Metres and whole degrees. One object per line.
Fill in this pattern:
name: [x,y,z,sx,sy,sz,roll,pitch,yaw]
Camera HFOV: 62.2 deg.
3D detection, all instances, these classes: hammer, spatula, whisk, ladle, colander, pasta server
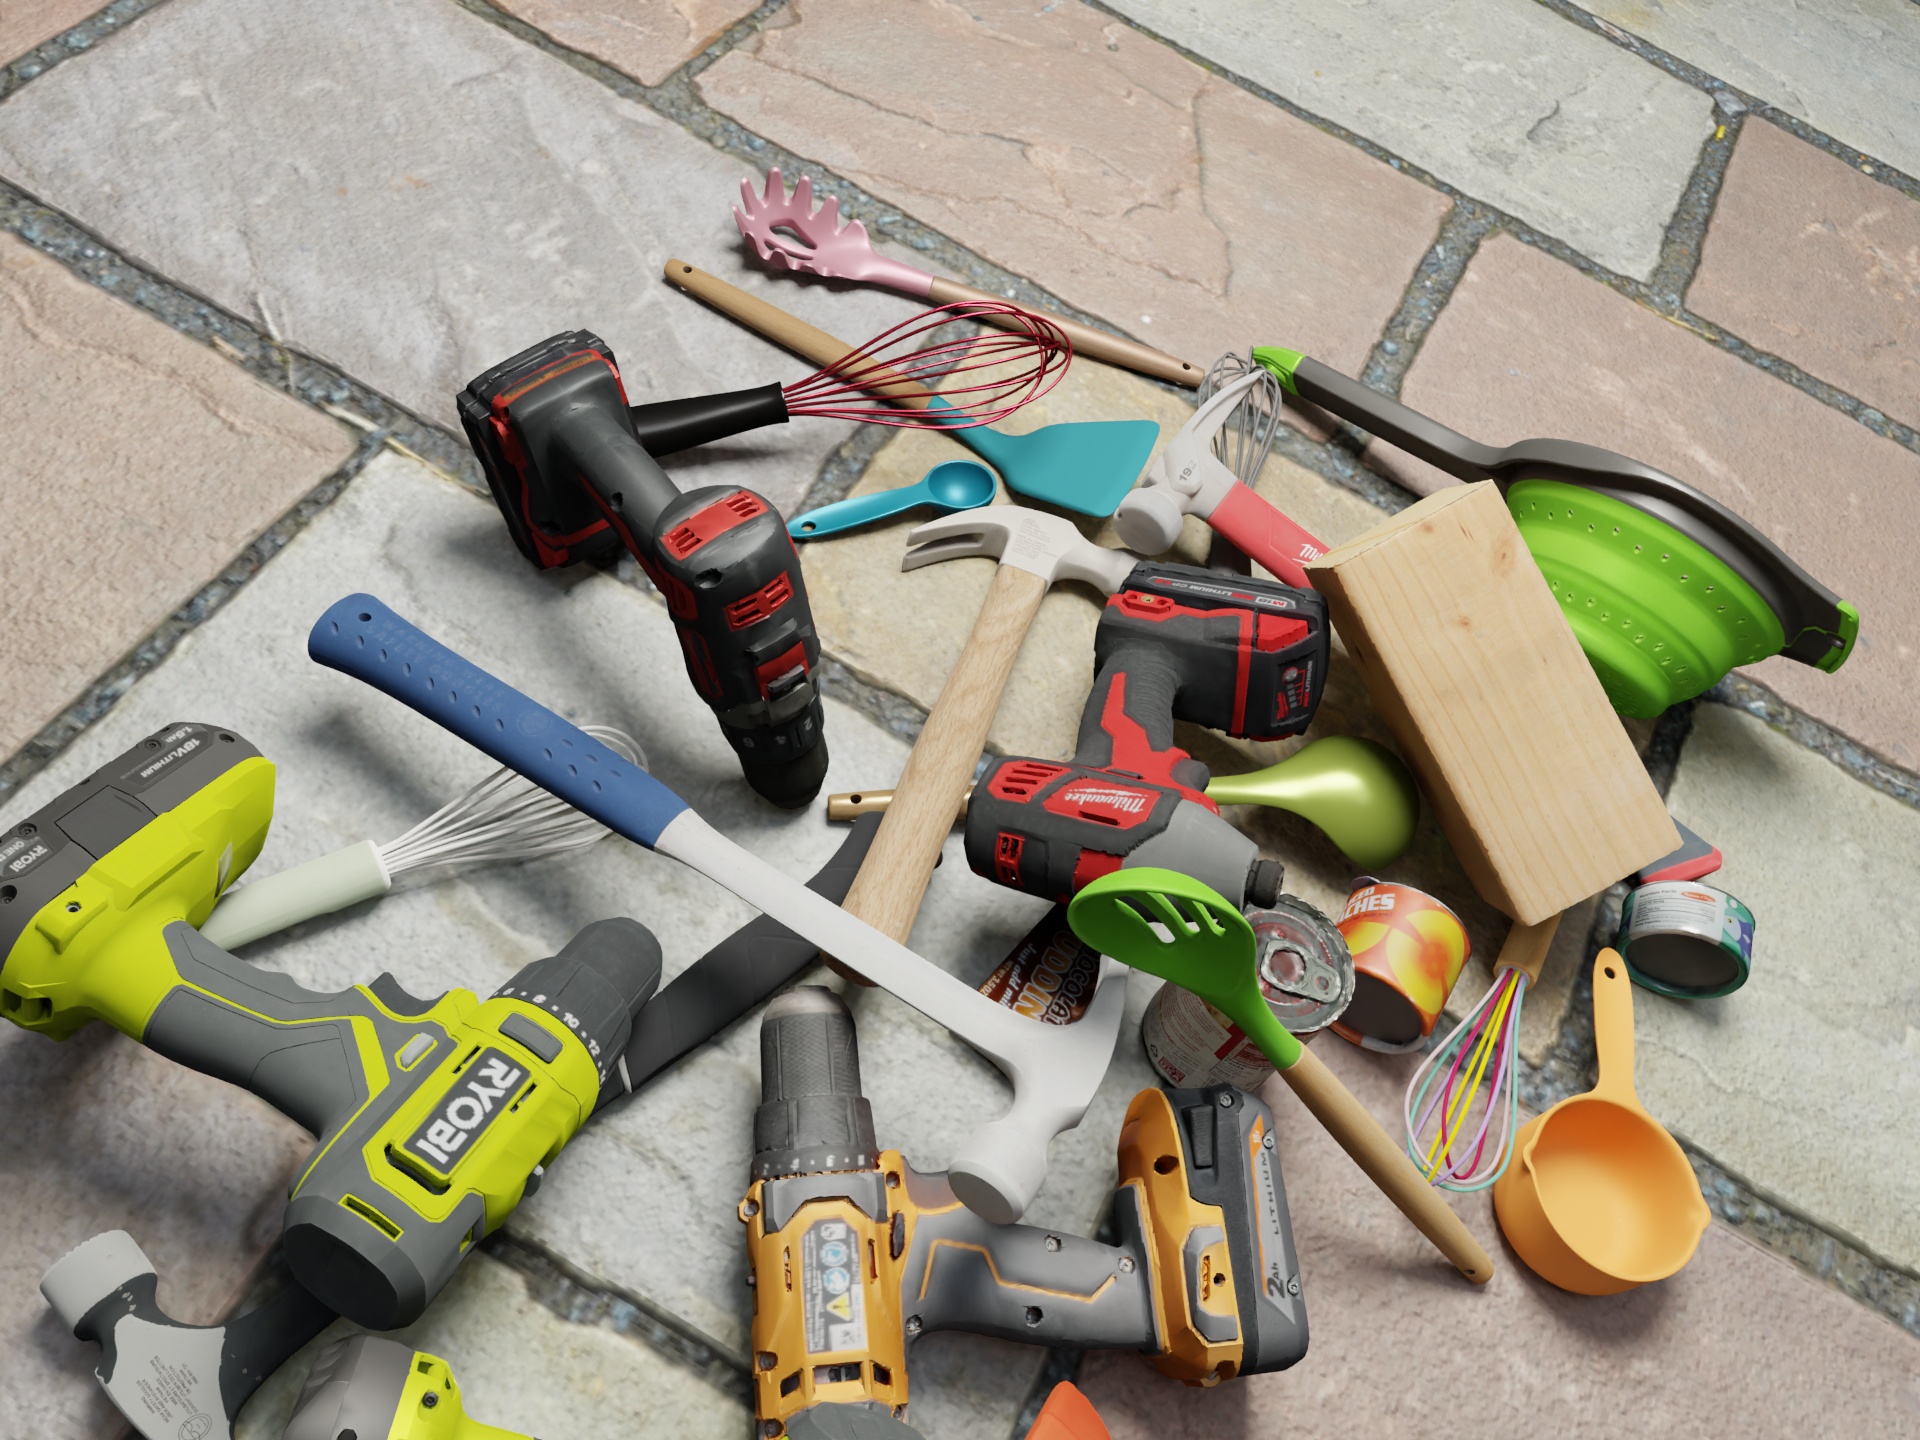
hammer: [0.275,-0.044,0.910,0.386,0.038,0.143,38,60,2]
spatula: [-0.038,-0.209,0.954,0.317,0.044,0.082,28,61,4]
whisk: [-0.080,-0.183,0.894,0.296,0.073,0.073,-13,62,-6]
ladle: [0.090,0.046,0.836,0.320,0.062,0.078,-2,56,-8]
hammer: [-0.001,-0.003,0.813,0.130,0.031,0.331,20,47,4]
hammer: [-0.159,0.163,0.689,0.409,0.036,0.149,-36,74,-31]
whisk: [0.166,-0.132,0.961,0.055,0.055,0.239,13,59,-7]
whisk: [-0.256,0.063,0.723,0.246,0.059,0.058,-22,29,-22]
hammer: [-0.113,0.050,0.693,0.405,0.035,0.144,30,49,14]
colander: [0.319,-0.109,0.958,0.397,0.204,0.094,36,90,27]
pasta server: [0.008,-0.271,1.010,0.316,0.040,0.060,18,68,-5]
whisk: [0.279,0.145,0.812,0.051,0.047,0.245,5,40,36]

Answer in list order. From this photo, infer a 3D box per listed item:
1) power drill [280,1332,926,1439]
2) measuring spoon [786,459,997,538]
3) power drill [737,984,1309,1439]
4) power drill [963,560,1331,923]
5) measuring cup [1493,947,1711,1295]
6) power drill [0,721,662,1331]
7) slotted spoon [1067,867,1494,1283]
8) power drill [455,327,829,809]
power drill: [-0.134,0.313,0.548,0.223,0.080,0.171,19,84,-12]
measuring spoon: [-0.040,-0.119,0.916,0.128,0.021,0.042,-17,52,-14]
power drill: [0.019,0.201,0.677,0.226,0.084,0.185,-2,68,-12]
power drill: [0.105,0.014,0.772,0.143,0.078,0.220,13,39,20]
measuring cup: [0.311,0.197,0.787,0.095,0.052,0.174,19,53,-3]
power drill: [-0.245,0.102,0.628,0.228,0.080,0.191,32,40,4]
slotted spoon: [0.152,0.158,0.685,0.313,0.070,0.031,47,44,-26]
power drill: [-0.143,-0.070,0.780,0.080,0.187,0.227,-34,54,-19]
